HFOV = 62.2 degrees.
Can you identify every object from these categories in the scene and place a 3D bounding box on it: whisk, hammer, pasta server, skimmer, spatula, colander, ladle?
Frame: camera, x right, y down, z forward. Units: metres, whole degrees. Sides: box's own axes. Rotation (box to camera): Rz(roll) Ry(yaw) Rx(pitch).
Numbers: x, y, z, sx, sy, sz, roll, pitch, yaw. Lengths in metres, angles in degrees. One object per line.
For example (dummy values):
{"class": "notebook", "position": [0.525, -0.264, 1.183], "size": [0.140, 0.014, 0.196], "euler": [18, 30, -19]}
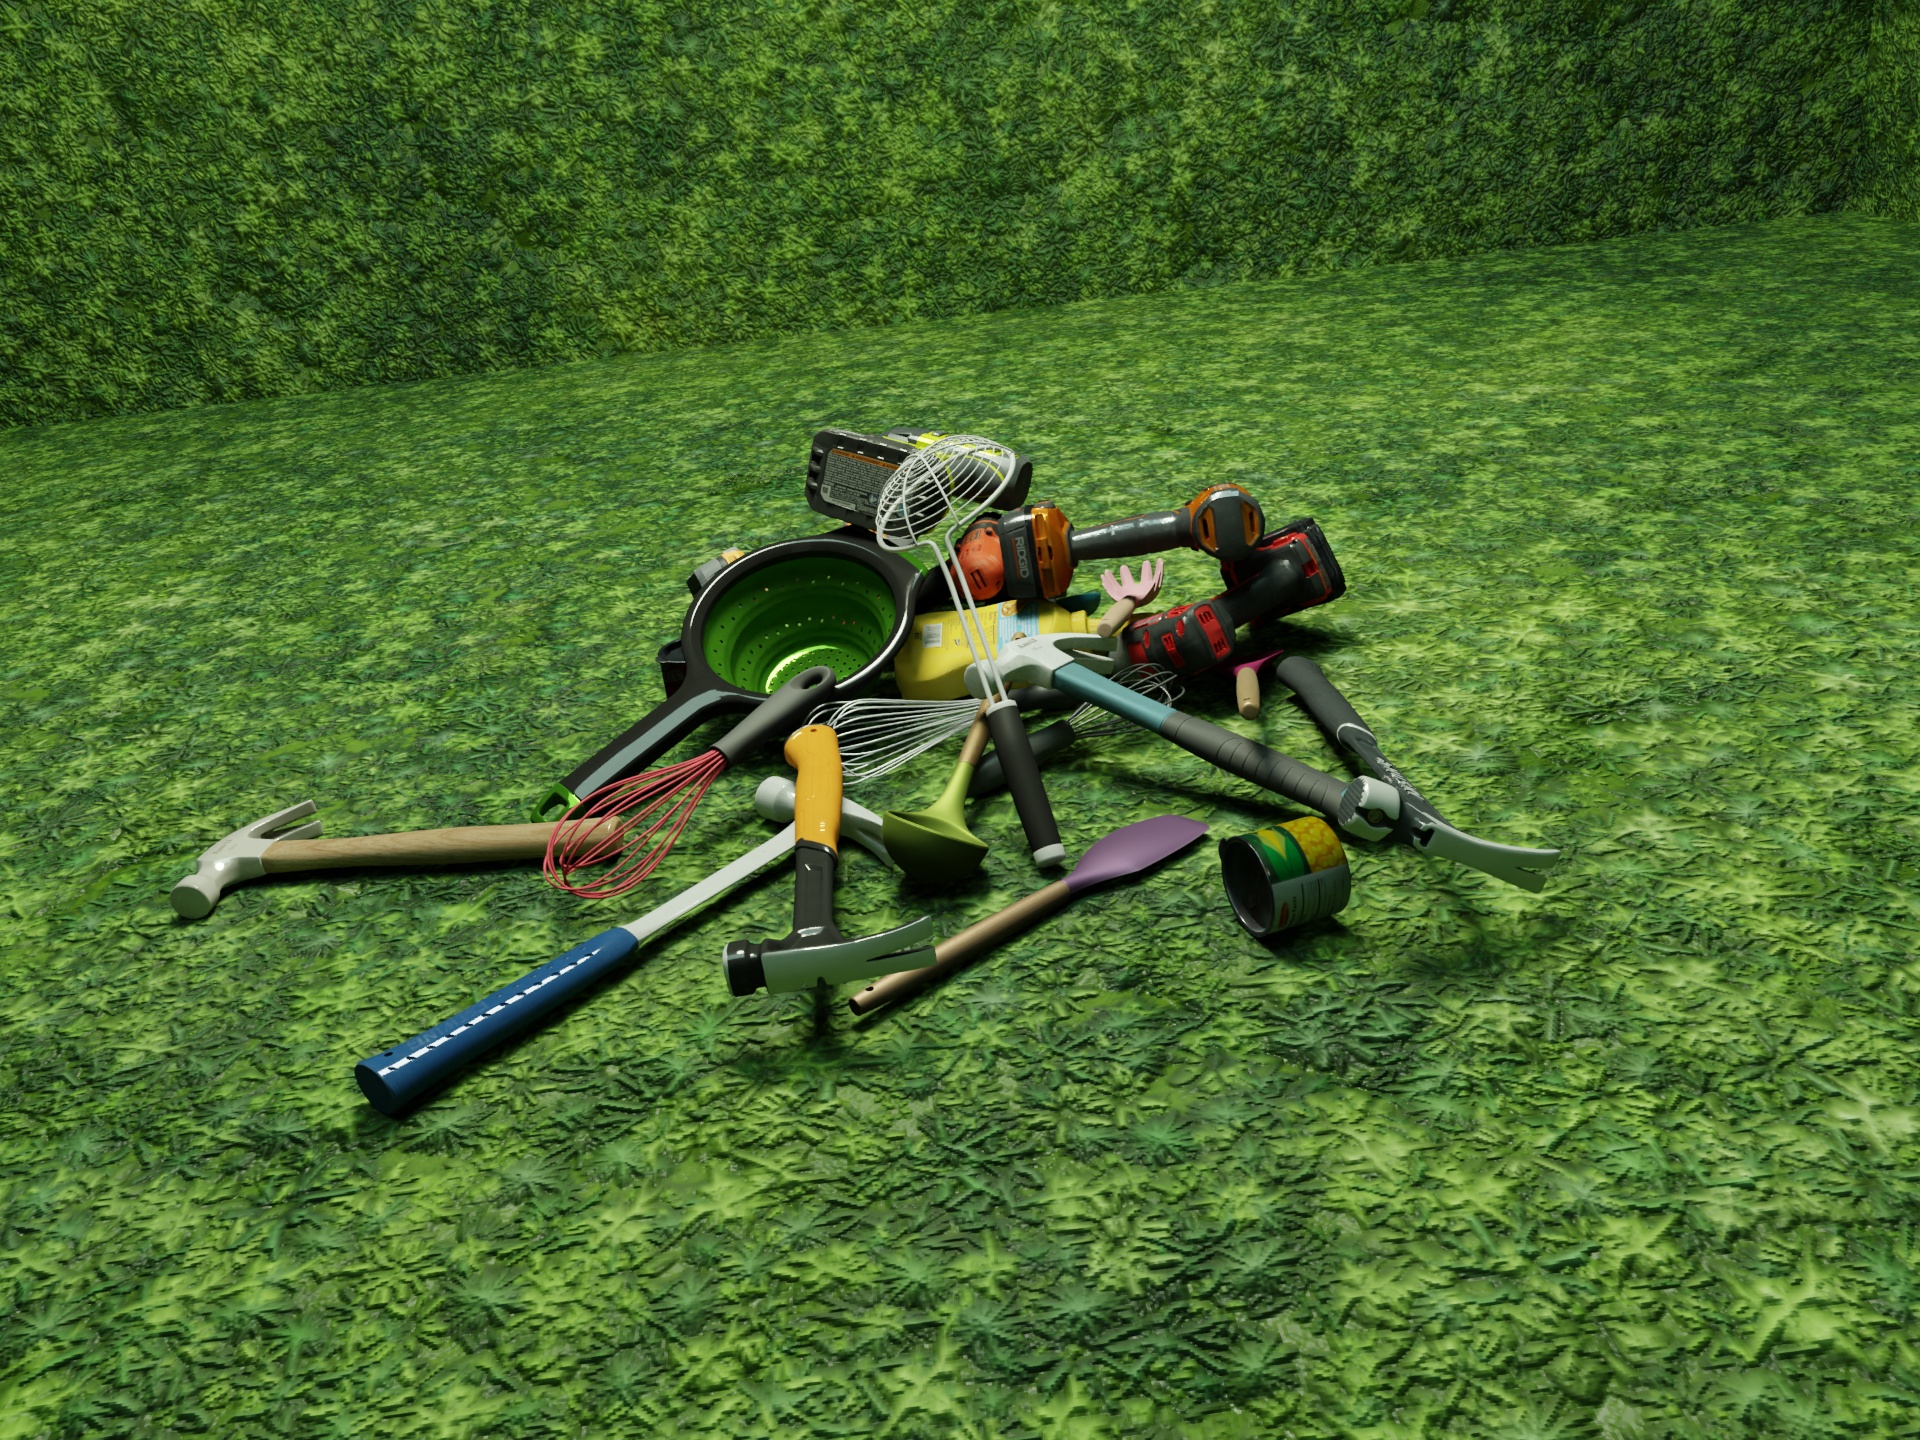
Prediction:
{"class": "whisk", "position": [-0.002, -0.005, 1.328], "size": [0.284, 0.070, 0.070], "euler": [-14, 25, -26]}
{"class": "whisk", "position": [-0.196, 0.040, 1.210], "size": [0.073, 0.073, 0.296], "euler": [15, 42, 39]}
{"class": "hammer", "position": [-0.424, 0.098, 1.230], "size": [0.331, 0.031, 0.130], "euler": [-4, 25, 5]}
{"class": "pasta server", "position": [0.142, -0.106, 1.395], "size": [0.060, 0.040, 0.316], "euler": [-11, 8, 13]}
{"class": "skimmer", "position": [0.025, -0.059, 1.206], "size": [0.127, 0.363, 0.090], "euler": [-25, -20, 20]}
{"class": "whisk", "position": [0.086, 0.011, 1.282], "size": [0.239, 0.055, 0.055], "euler": [-26, 30, -28]}
{"class": "spatula", "position": [0.049, 0.124, 1.070], "size": [0.316, 0.018, 0.060], "euler": [-25, 26, -37]}
{"class": "hammer", "position": [0.168, 0.009, 1.194], "size": [0.331, 0.033, 0.128], "euler": [26, 34, 31]}
{"class": "colander", "position": [-0.191, -0.011, 1.361], "size": [0.205, 0.094, 0.397], "euler": [34, 62, 32]}
{"class": "hammer", "position": [0.300, 0.020, 1.160], "size": [0.149, 0.036, 0.409], "euler": [21, 15, -8]}
{"class": "hammer", "position": [-0.214, 0.143, 1.073], "size": [0.144, 0.035, 0.405], "euler": [14, 31, 38]}
{"class": "hammer", "position": [-0.091, 0.080, 1.094], "size": [0.127, 0.034, 0.337], "euler": [-9, 24, -2]}
{"class": "ladle", "position": [0.013, 0.012, 1.217], "size": [0.078, 0.062, 0.320], "euler": [19, 39, 4]}

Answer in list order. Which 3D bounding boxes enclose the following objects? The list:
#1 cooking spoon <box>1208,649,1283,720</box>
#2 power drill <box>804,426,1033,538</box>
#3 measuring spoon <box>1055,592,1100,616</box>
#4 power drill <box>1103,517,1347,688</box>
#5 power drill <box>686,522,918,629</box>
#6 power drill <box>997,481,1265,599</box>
{"class": "cooking spoon", "position": [0.230, -0.031, 1.278], "size": [0.069, 0.017, 0.319], "euler": [-13, 7, 11]}
{"class": "power drill", "position": [-0.048, -0.234, 1.497], "size": [0.171, 0.080, 0.223], "euler": [18, 19, 18]}
{"class": "measuring spoon", "position": [0.108, -0.101, 1.511], "size": [0.042, 0.021, 0.128], "euler": [-8, -5, -3]}
{"class": "power drill", "position": [0.228, -0.095, 1.415], "size": [0.219, 0.078, 0.143], "euler": [-31, 7, -34]}
{"class": "power drill", "position": [-0.159, -0.156, 1.609], "size": [0.226, 0.084, 0.185], "euler": [-25, 6, -13]}
{"class": "power drill", "position": [0.156, -0.168, 1.428], "size": [0.226, 0.084, 0.164], "euler": [-8, 10, 9]}
